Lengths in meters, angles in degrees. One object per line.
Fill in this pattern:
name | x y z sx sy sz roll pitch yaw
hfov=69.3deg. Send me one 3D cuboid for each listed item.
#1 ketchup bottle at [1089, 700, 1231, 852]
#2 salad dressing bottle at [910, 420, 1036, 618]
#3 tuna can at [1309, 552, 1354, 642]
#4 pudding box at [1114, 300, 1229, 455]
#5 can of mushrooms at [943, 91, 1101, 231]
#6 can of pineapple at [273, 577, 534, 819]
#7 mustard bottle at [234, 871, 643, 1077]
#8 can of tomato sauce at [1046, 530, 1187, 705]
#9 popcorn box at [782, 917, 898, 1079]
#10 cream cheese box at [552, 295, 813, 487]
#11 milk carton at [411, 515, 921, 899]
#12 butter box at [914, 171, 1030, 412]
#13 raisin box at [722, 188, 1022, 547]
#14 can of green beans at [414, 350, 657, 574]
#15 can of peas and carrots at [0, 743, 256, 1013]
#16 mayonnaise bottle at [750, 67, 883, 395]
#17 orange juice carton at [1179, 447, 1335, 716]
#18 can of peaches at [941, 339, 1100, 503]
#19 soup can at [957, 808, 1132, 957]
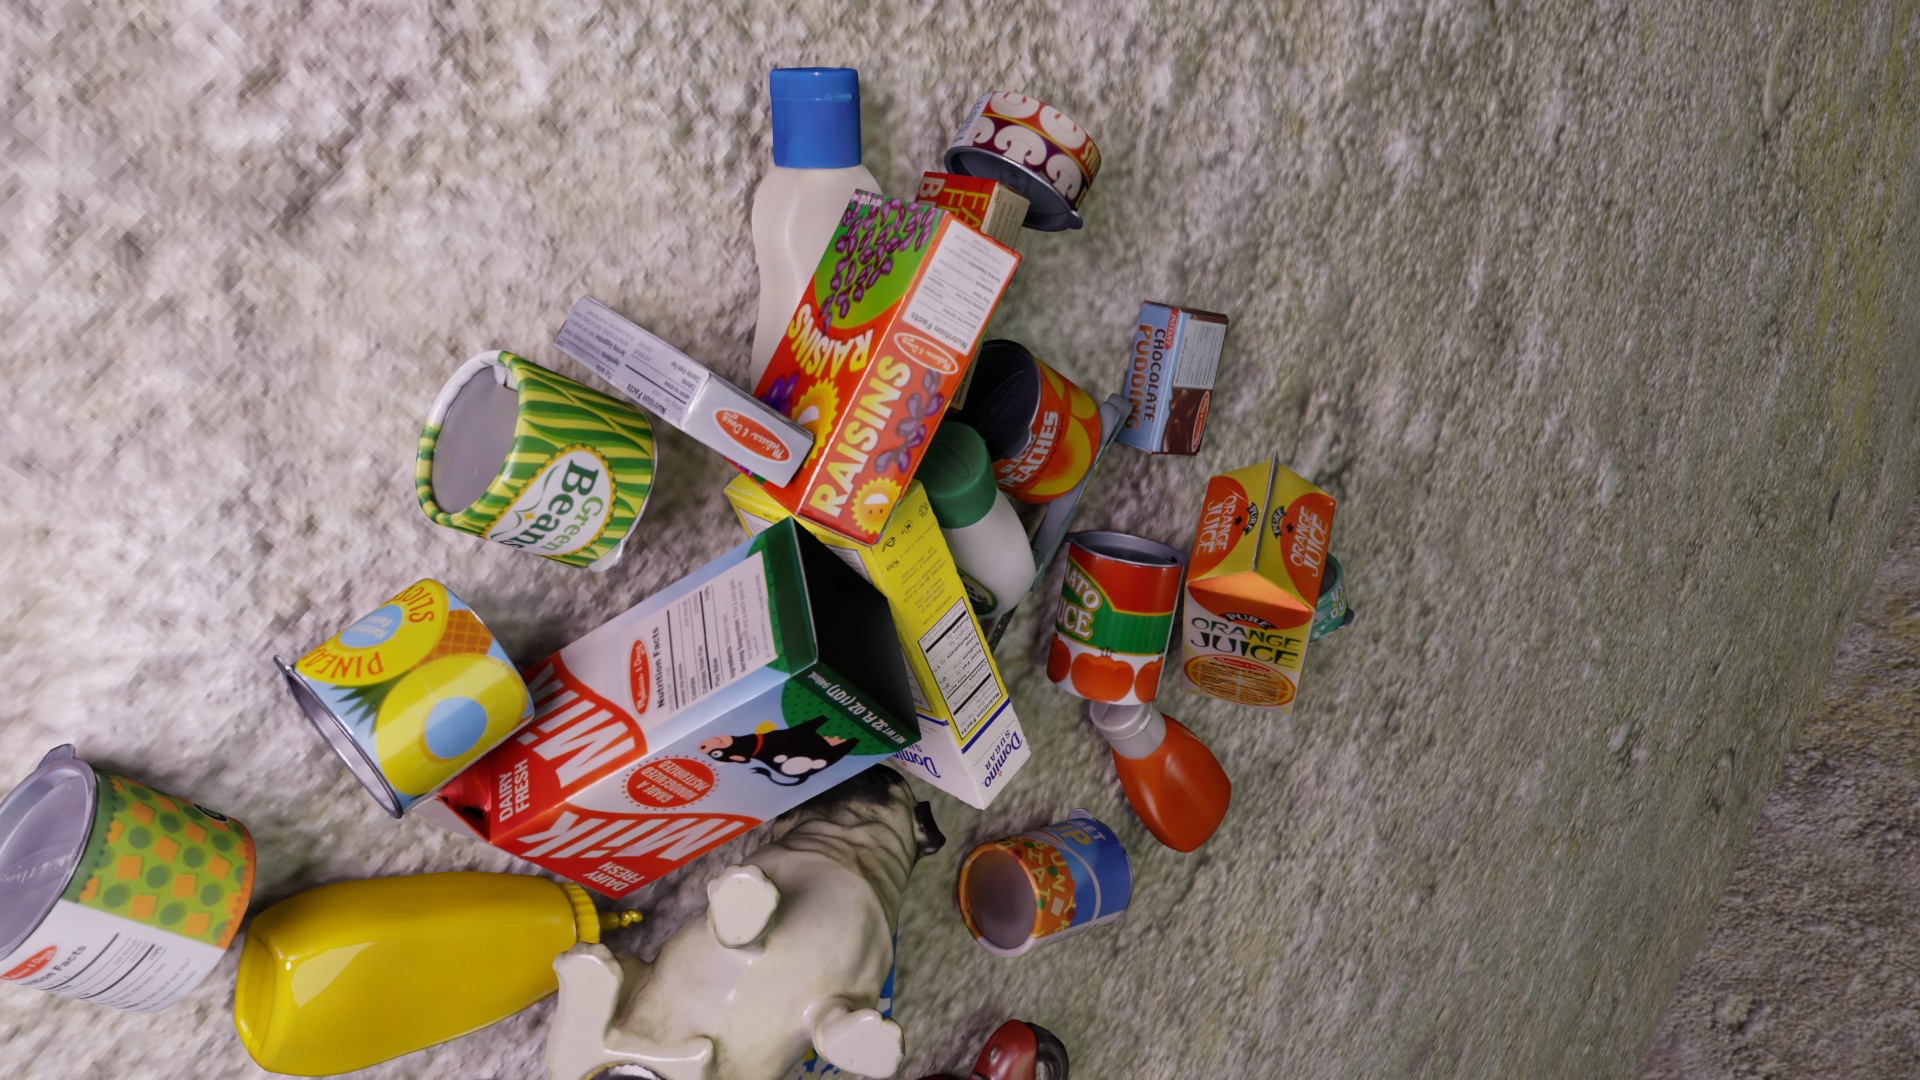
ketchup bottle | 0.127 0.141 0.885 0.065 0.043 0.148 -54 136 -17
salad dressing bottle | 0.002 -0.008 0.650 0.044 0.064 0.147 -48 160 -12
tuna can | 0.226 0.036 0.927 0.071 0.071 0.032 -40 130 -28
pudding box | 0.120 -0.092 0.794 0.050 0.030 0.083 -3 108 -47
can of mushrooms | 0.031 -0.172 0.637 0.071 0.071 0.033 37 77 -48
can of pineapple | -0.196 0.054 0.493 0.058 0.071 0.070 -39 131 -29
mustard bottle | -0.196 0.163 0.550 0.160 0.049 0.065 4 105 -49
can of tomato sauce | 0.086 0.043 0.787 0.071 0.071 0.083 -5 110 -45
popcorn box | -0.092 0.236 0.698 0.127 0.038 0.085 -13 113 -43
cream cheese box | -0.104 -0.057 0.515 0.053 0.104 0.024 33 88 -47
milk carton | -0.118 0.077 0.542 0.190 0.074 0.072 -29 138 14
butter box | -0.008 -0.114 0.632 0.024 0.053 0.103 16 94 -46
raisin box | -0.037 -0.069 0.537 0.040 0.086 0.123 25 94 -34
can of green beans | -0.154 -0.029 0.503 0.058 0.071 0.071 24 88 -48
can of peas and carrots | -0.269 0.108 0.439 0.071 0.071 0.058 -58 138 -12
mayonnaise bottle | -0.059 -0.121 0.585 0.065 0.041 0.147 -16 116 -36
orange juice carton | 0.170 0.027 0.804 0.191 0.073 0.072 76 29 -59
can of peaches | 0.028 -0.056 0.681 0.058 0.071 0.071 27 86 -50
soup can | 0.049 0.199 0.812 0.084 0.071 0.071 -1 107 -46
